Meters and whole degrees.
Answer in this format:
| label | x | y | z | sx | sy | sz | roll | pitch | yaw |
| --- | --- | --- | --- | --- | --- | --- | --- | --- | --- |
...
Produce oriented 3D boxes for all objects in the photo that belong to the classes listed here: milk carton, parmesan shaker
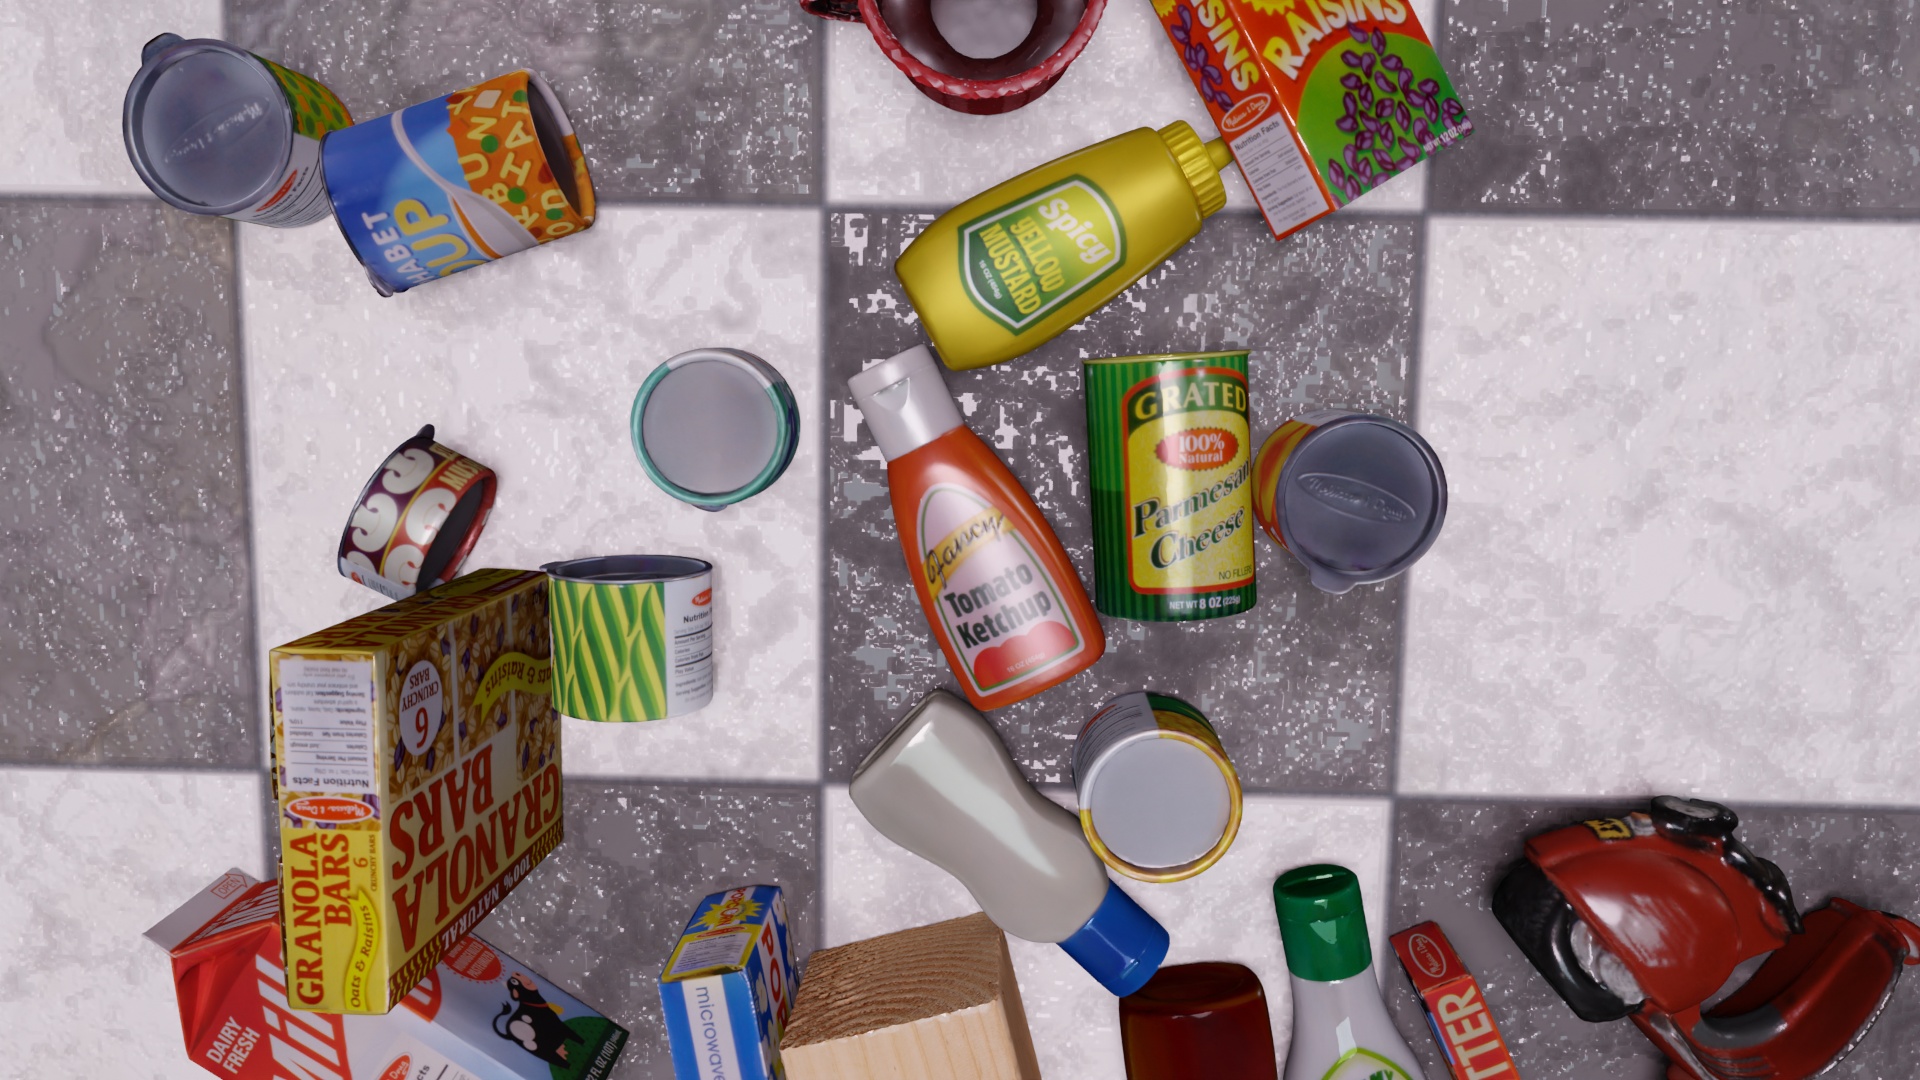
| label | x | y | z | sx | sy | sz | roll | pitch | yaw |
| --- | --- | --- | --- | --- | --- | --- | --- | --- | --- |
| milk carton | -0.248 | 0.205 | 0.594 | 0.190 | 0.072 | 0.073 | 33 | 97 | -4 |
| parmesan shaker | 0.087 | -0.024 | 0.559 | 0.071 | 0.071 | 0.103 | -4 | 97 | 2 |

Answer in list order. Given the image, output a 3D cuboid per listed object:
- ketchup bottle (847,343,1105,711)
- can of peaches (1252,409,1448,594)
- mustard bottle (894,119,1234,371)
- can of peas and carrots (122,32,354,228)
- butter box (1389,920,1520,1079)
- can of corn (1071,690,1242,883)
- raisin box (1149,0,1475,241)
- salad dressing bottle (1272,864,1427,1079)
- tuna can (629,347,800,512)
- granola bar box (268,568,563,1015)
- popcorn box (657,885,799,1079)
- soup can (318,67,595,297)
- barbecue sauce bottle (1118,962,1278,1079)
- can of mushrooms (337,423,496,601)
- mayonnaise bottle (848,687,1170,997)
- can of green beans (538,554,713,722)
| label | x | y | z | sx | sy | sz | roll | pitch | yaw |
| --- | --- | --- | --- | --- | --- | --- | --- | --- | --- |
| ketchup bottle | 0.002 | -0.007 | 0.575 | 0.064 | 0.043 | 0.148 | -25 | 95 | 11 |
| can of peaches | 0.154 | -0.017 | 0.562 | 0.071 | 0.058 | 0.071 | 0 | 98 | 1 |
| mustard bottle | 0.053 | -0.128 | 0.555 | 0.160 | 0.049 | 0.065 | -30 | 99 | 5 |
| can of peas and carrots | -0.287 | -0.162 | 0.555 | 0.071 | 0.059 | 0.071 | 0 | 97 | 2 |
| butter box | 0.219 | 0.220 | 0.592 | 0.024 | 0.053 | 0.103 | -24 | 96 | 7 |
| can of corn | 0.083 | 0.103 | 0.578 | 0.071 | 0.058 | 0.071 | 0 | 98 | 2 |
| raisin box | 0.132 | -0.190 | 0.534 | 0.086 | 0.040 | 0.123 | -32 | 96 | -24 |
| salad dressing bottle | 0.165 | 0.215 | 0.598 | 0.064 | 0.044 | 0.147 | -12 | 96 | 1 |
| tuna can | -0.102 | -0.045 | 0.578 | 0.071 | 0.033 | 0.071 | 0 | 97 | 2 |
| granola bar box | -0.199 | 0.084 | 0.530 | 0.039 | 0.166 | 0.124 | 1 | 98 | 4 |
| popcorn box | -0.089 | 0.221 | 0.584 | 0.038 | 0.085 | 0.126 | -9 | 97 | 2 |
| soup can | -0.196 | -0.140 | 0.551 | 0.084 | 0.071 | 0.071 | -17 | 97 | 4 |
| barbecue sauce bottle | 0.109 | 0.263 | 0.606 | 0.065 | 0.044 | 0.148 | -8 | 97 | 3 |
| can of mushrooms | -0.220 | -0.010 | 0.569 | 0.033 | 0.071 | 0.071 | 27 | 97 | -3 |
| mayonnaise bottle | 0.025 | 0.133 | 0.593 | 0.148 | 0.041 | 0.064 | 43 | 98 | -5 |
| can of green beans | -0.135 | 0.039 | 0.573 | 0.071 | 0.071 | 0.057 | 1 | 98 | 2 |
